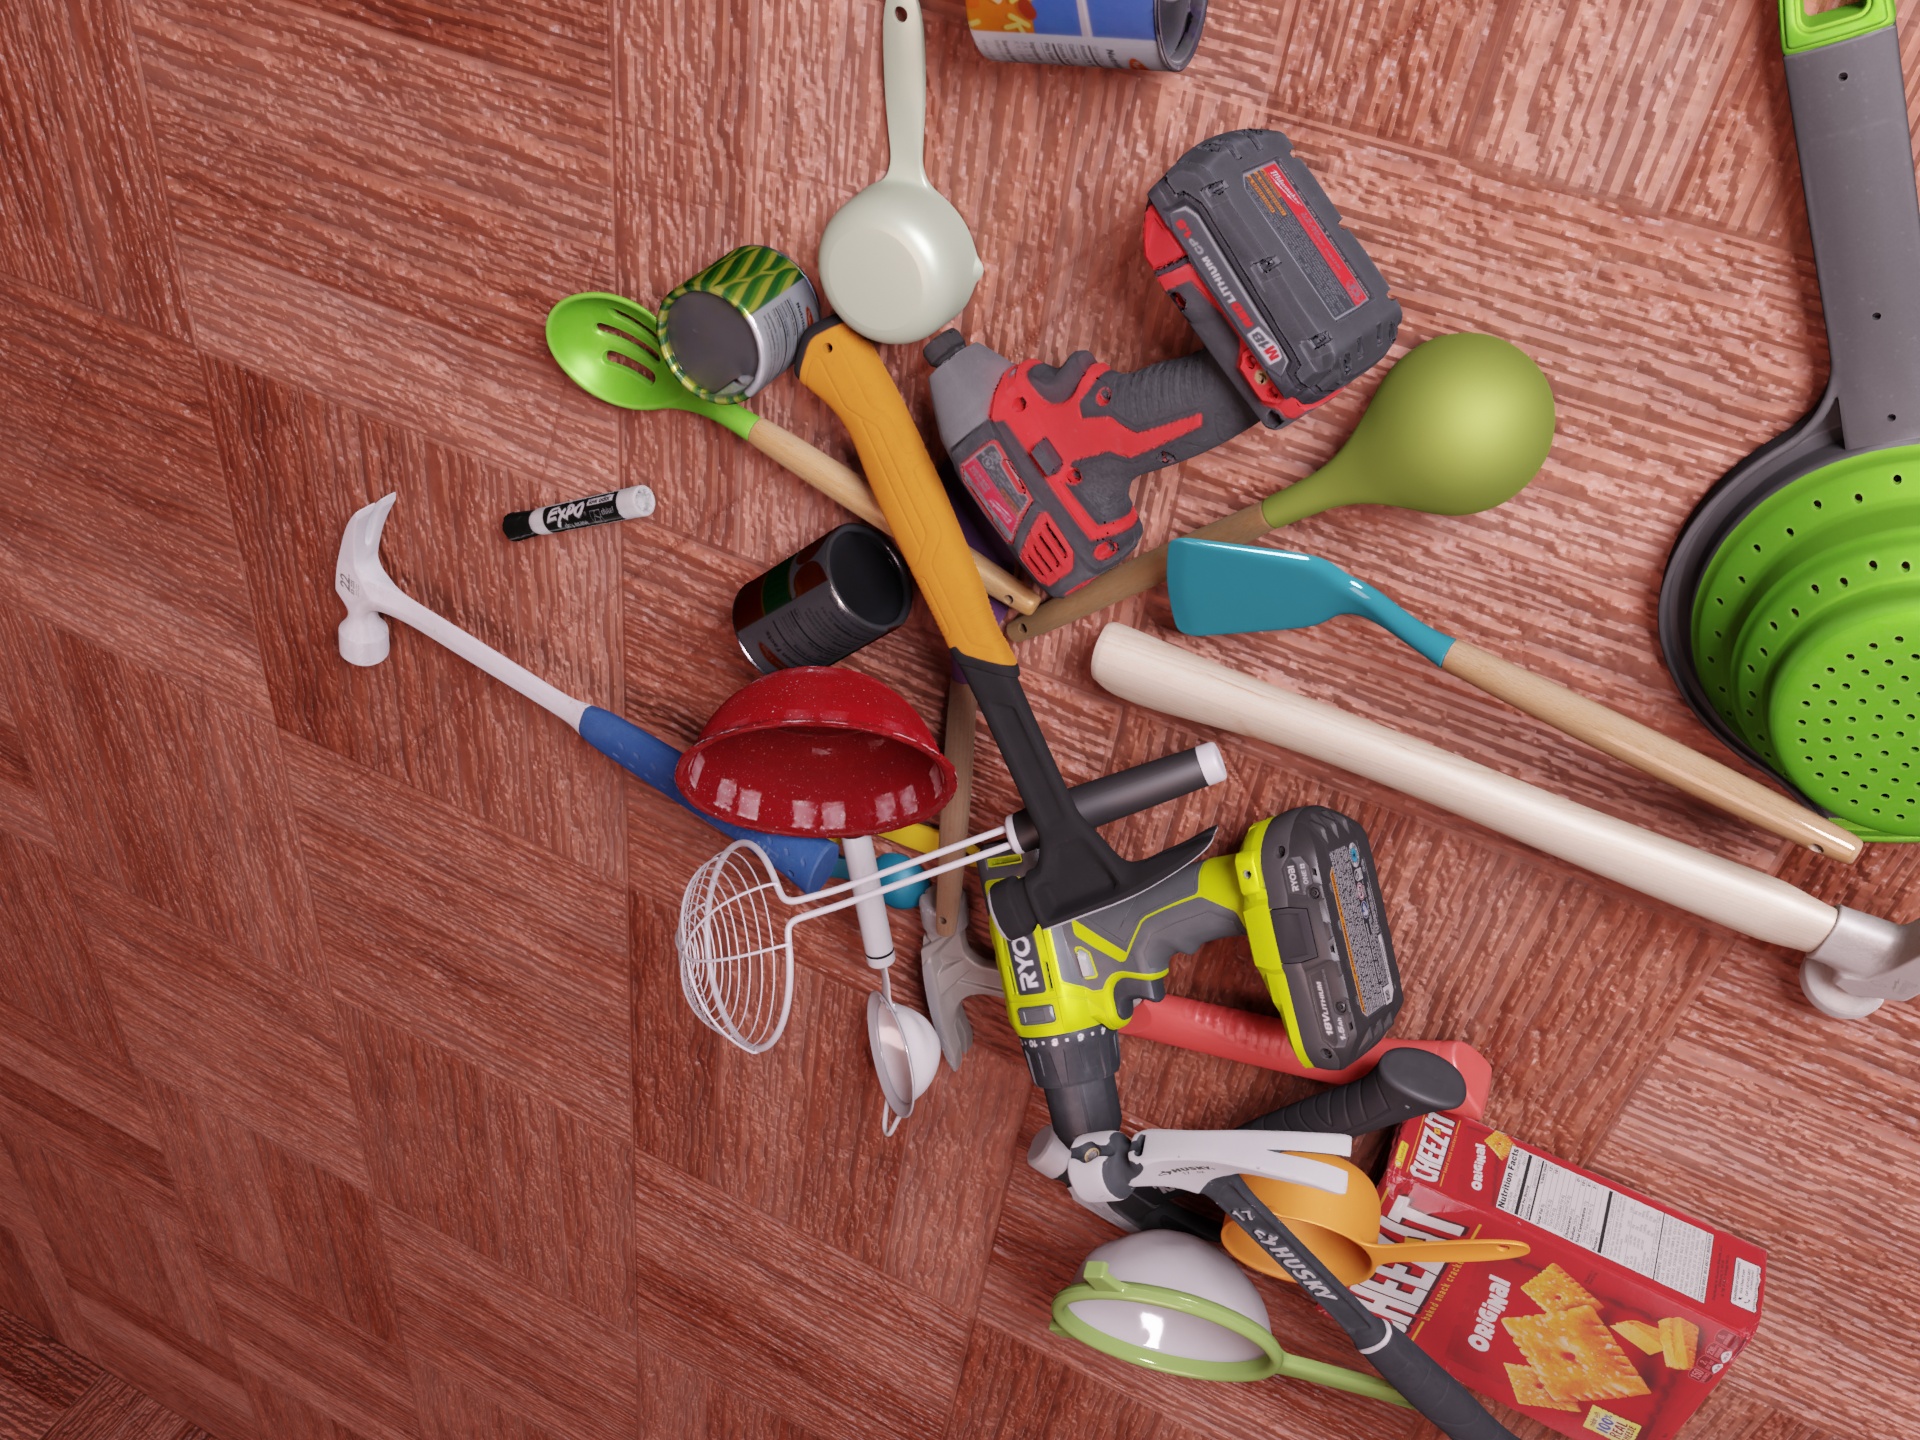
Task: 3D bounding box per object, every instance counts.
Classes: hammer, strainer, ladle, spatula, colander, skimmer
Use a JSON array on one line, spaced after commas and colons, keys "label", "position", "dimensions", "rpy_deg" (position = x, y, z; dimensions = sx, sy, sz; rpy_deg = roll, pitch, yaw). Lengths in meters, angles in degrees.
[{"label": "hammer", "position": [0.141, 0.196, 0.991], "dimensions": [0.359, 0.037, 0.149], "rpy_deg": [9, 127, 25]}, {"label": "hammer", "position": [0.183, 0.265, 0.981], "dimensions": [0.146, 0.035, 0.334], "rpy_deg": [35, 141, -10]}, {"label": "strainer", "position": [0.190, 0.386, 1.037], "dimensions": [0.256, 0.069, 0.151], "rpy_deg": [14, 145, 2]}, {"label": "hammer", "position": [-0.254, -0.009, 1.046], "dimensions": [0.405, 0.035, 0.144], "rpy_deg": [30, 133, 14]}, {"label": "hammer", "position": [0.253, 0.032, 0.769], "dimensions": [0.411, 0.038, 0.146], "rpy_deg": [23, 164, 19]}, {"label": "ladle", "position": [0.138, -0.095, 0.777], "dimensions": [0.320, 0.062, 0.078], "rpy_deg": [-23, 95, 47]}, {"label": "spatula", "position": [0.239, -0.010, 0.718], "dimensions": [0.318, 0.044, 0.082], "rpy_deg": [30, 159, 25]}, {"label": "spatula", "position": [-0.001, -0.003, 0.920], "dimensions": [0.060, 0.018, 0.315], "rpy_deg": [18, 124, 23]}, {"label": "strainer", "position": [-0.048, 0.160, 1.035], "dimensions": [0.087, 0.050, 0.258], "rpy_deg": [-140, 36, -59]}, {"label": "hammer", "position": [0.009, -0.056, 0.824], "dimensions": [0.127, 0.034, 0.337], "rpy_deg": [-24, 94, 20]}, {"label": "colander", "position": [0.358, -0.089, 0.608], "dimensions": [0.204, 0.094, 0.396], "rpy_deg": [-7, 120, 34]}, {"label": "hammer", "position": [0.231, 0.340, 0.904], "dimensions": [0.149, 0.036, 0.408], "rpy_deg": [-17, 129, 37]}, {"label": "skimmer", "position": [-0.014, 0.090, 0.922], "dimensions": [0.363, 0.090, 0.127], "rpy_deg": [-21, 68, 16]}]

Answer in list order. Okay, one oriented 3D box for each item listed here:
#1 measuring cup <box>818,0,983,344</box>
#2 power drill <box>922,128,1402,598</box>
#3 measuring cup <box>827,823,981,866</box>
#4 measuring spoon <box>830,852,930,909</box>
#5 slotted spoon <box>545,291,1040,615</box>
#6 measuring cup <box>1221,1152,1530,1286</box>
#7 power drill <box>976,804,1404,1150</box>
[{"label": "measuring cup", "position": [-0.033, -0.256, 0.748], "dimensions": [0.083, 0.038, 0.167], "rpy_deg": [17, 132, 19]}, {"label": "power drill", "position": [0.076, -0.161, 0.730], "dimensions": [0.219, 0.078, 0.143], "rpy_deg": [-33, 92, 46]}, {"label": "measuring cup", "position": [-0.057, 0.075, 1.018], "dimensions": [0.156, 0.029, 0.062], "rpy_deg": [15, 130, 24]}, {"label": "measuring spoon", "position": [-0.082, 0.104, 1.060], "dimensions": [0.129, 0.021, 0.042], "rpy_deg": [7, 126, 24]}, {"label": "slotted spoon", "position": [-0.091, -0.144, 0.866], "dimensions": [0.314, 0.031, 0.070], "rpy_deg": [33, 135, 8]}, {"label": "measuring cup", "position": [0.233, 0.277, 0.898], "dimensions": [0.173, 0.052, 0.095], "rpy_deg": [-12, 132, 32]}, {"label": "power drill", "position": [0.123, 0.146, 0.898], "dimensions": [0.228, 0.080, 0.190], "rpy_deg": [-14, 88, 35]}]
